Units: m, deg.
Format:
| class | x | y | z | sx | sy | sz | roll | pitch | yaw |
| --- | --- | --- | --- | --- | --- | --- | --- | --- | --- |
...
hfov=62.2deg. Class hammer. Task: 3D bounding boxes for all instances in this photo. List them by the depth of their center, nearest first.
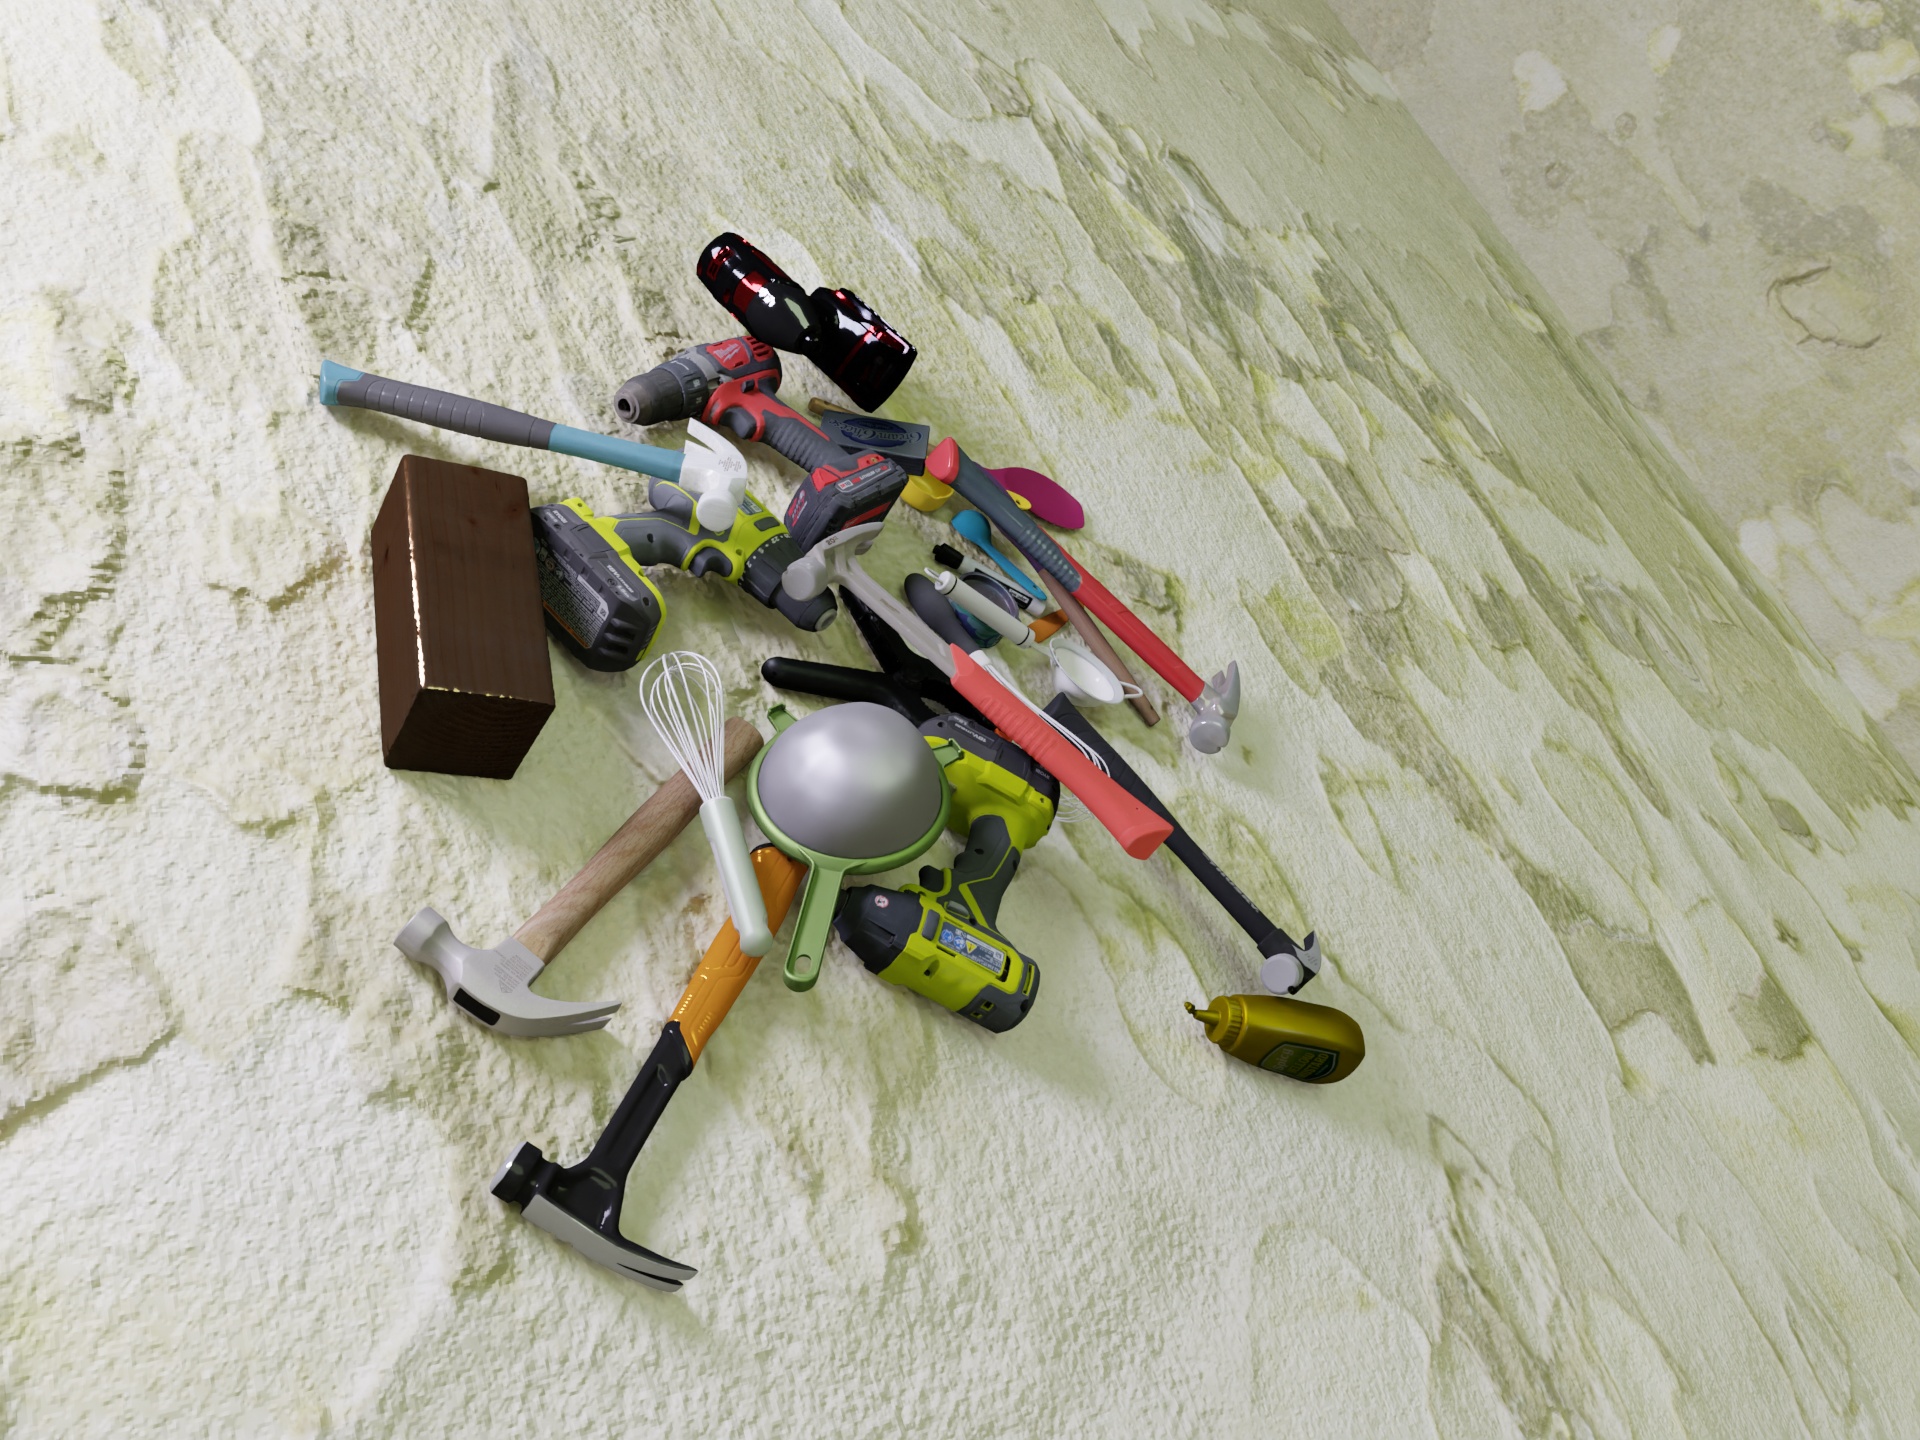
| class | x | y | z | sx | sy | sz | roll | pitch | yaw |
| --- | --- | --- | --- | --- | --- | --- | --- | --- | --- |
| hammer | -0.166 | 0.200 | 1.029 | 0.127 | 0.034 | 0.337 | 34 | 40 | -7 |
| hammer | -0.226 | 0.093 | 1.082 | 0.130 | 0.031 | 0.331 | 40 | 39 | -1 |
| hammer | -0.325 | -0.219 | 1.214 | 0.331 | 0.033 | 0.128 | 13 | 31 | -6 |
| hammer | 0.025 | -0.023 | 1.265 | 0.359 | 0.036 | 0.149 | 41 | 30 | 6 |
| hammer | 0.187 | 0.100 | 1.383 | 0.335 | 0.035 | 0.146 | 48 | 15 | 18 |
| hammer | 0.122 | -0.133 | 1.518 | 0.386 | 0.038 | 0.143 | 42 | 32 | -11 |

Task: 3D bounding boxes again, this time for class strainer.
| class | x | y | z | sx | sy | sz | roll | pitch | yaw |
| --- | --- | --- | --- | --- | --- | --- | --- | --- | --- |
| strainer | -0.085 | 0.070 | 1.114 | 0.151 | 0.069 | 0.257 | 12 | 44 | 0 |
| strainer | 0.061 | -0.070 | 1.422 | 0.258 | 0.050 | 0.087 | 33 | 25 | -32 |

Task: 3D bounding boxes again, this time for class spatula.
| class | x | y | z | sx | sy | sz | roll | pitch | yaw |
| --- | --- | --- | --- | --- | --- | --- | --- | --- | --- |
| spatula | 0.096 | -0.126 | 1.533 | 0.316 | 0.018 | 0.060 | 55 | 36 | 8 |

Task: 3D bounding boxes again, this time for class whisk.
| class | x | y | z | sx | sy | sz | roll | pitch | yaw |
| --- | --- | --- | --- | --- | --- | --- | --- | --- | --- |
| whisk | -0.173 | 0.053 | 1.107 | 0.059 | 0.057 | 0.247 | -17 | 62 | -8 |
| whisk | 0.033 | -0.024 | 1.385 | 0.070 | 0.070 | 0.285 | -13 | 58 | -45 |

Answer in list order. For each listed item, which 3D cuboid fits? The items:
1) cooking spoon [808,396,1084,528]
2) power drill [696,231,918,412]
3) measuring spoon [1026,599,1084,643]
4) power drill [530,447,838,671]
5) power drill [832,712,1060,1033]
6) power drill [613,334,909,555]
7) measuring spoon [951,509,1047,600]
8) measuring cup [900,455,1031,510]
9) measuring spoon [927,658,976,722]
| class | x | y | z | sx | sy | sz | roll | pitch | yaw |
| --- | --- | --- | --- | --- | --- | --- | --- | --- | --- |
| cooking spoon | -0.008 | -0.258 | 1.592 | 0.318 | 0.017 | 0.069 | 19 | 47 | -26 |
| power drill | -0.136 | -0.363 | 1.465 | 0.143 | 0.078 | 0.219 | 45 | 15 | 20 |
| measuring spoon | 0.088 | -0.095 | 1.523 | 0.021 | 0.011 | 0.117 | 47 | 40 | 7 |
| power drill | -0.218 | -0.119 | 1.242 | 0.191 | 0.080 | 0.228 | 44 | 37 | 13 |
| power drill | -0.010 | 0.108 | 1.210 | 0.171 | 0.080 | 0.223 | 30 | 44 | -14 |
| power drill | -0.178 | -0.243 | 1.398 | 0.227 | 0.080 | 0.188 | 45 | 39 | 9 |
| measuring spoon | 0.043 | -0.162 | 1.521 | 0.129 | 0.021 | 0.042 | 45 | 28 | 22 |
| measuring cup | 0.002 | -0.220 | 1.560 | 0.156 | 0.029 | 0.062 | 10 | 49 | -36 |
| measuring spoon | -0.002 | -0.004 | 1.369 | 0.034 | 0.018 | 0.124 | -11 | 55 | -32 |
